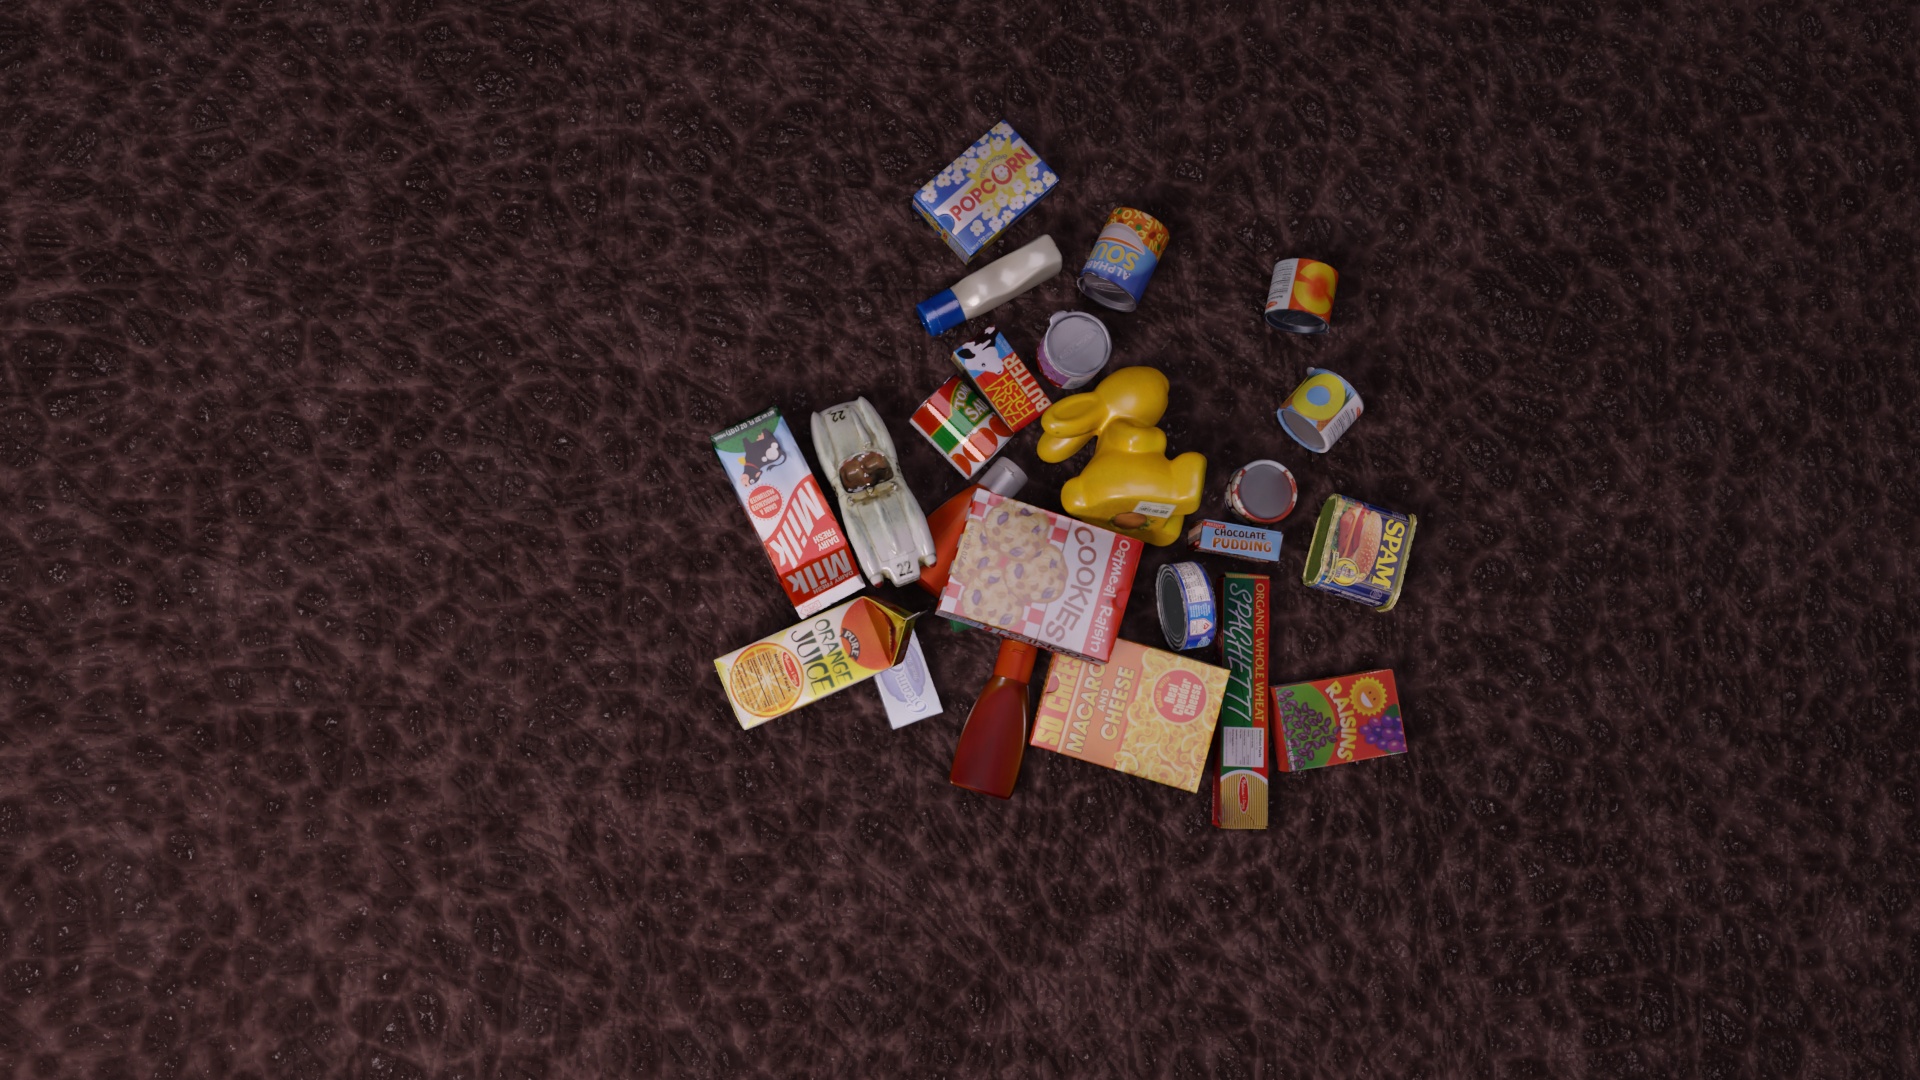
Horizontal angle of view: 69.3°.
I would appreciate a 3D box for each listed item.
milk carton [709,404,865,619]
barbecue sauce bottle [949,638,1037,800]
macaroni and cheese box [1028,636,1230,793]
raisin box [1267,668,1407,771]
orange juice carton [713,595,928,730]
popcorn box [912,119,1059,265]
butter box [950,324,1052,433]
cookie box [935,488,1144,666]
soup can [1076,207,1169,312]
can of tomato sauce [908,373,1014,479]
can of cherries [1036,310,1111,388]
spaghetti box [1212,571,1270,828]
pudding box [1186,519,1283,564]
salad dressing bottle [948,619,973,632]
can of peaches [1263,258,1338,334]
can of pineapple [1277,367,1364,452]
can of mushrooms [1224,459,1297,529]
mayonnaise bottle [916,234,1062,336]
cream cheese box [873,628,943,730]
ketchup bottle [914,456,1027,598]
[{"bbox_3d":[-0.164,-0.025,1.321,0.072,0.073,0.190,-28,87,-10],"label":"milk carton"},{"bbox_3d":[0.038,0.170,1.335,0.065,0.043,0.148,16,80,3],"label":"barbecue sauce bottle"},{"bbox_3d":[0.162,0.160,1.340,0.166,0.040,0.123,16,86,2],"label":"macaroni and cheese box"},{"bbox_3d":[0.372,0.178,1.378,0.123,0.040,0.086,-8,83,-7],"label":"raisin box"},{"bbox_3d":[-0.121,0.104,1.291,0.193,0.072,0.073,-24,86,3],"label":"orange juice carton"},{"bbox_3d":[0.025,-0.352,1.405,0.127,0.038,0.085,-43,90,-10],"label":"popcorn box"},{"bbox_3d":[0.042,-0.159,1.389,0.053,0.024,0.103,-36,88,-9],"label":"butter box"},{"bbox_3d":[0.075,0.035,1.310,0.167,0.040,0.123,18,78,-3],"label":"cookie box"},{"bbox_3d":[0.163,-0.284,1.396,0.071,0.071,0.084,27,80,-3],"label":"soup can"},{"bbox_3d":[0.002,-0.112,1.355,0.083,0.071,0.071,45,80,0],"label":"can of tomato sauce"},{"bbox_3d":[0.111,-0.191,1.384,0.071,0.058,0.071,1,83,-6],"label":"can of cherries"},{"bbox_3d":[0.278,0.157,1.374,0.050,0.028,0.250,3,82,-7],"label":"spaghetti box"},{"bbox_3d":[0.273,0.001,1.383,0.084,0.049,0.030,10,83,-6],"label":"pudding box"},{"bbox_3d":[0.058,0.051,1.353,0.148,0.044,0.064,-17,96,-9],"label":"salad dressing bottle"},{"bbox_3d":[0.350,-0.248,1.418,0.071,0.071,0.058,14,81,-5],"label":"can of peaches"},{"bbox_3d":[0.362,-0.132,1.404,0.071,0.071,0.058,43,80,0],"label":"can of pineapple"},{"bbox_3d":[0.304,-0.045,1.401,0.071,0.033,0.071,1,82,-8],"label":"can of mushrooms"},{"bbox_3d":[0.028,-0.252,1.382,0.148,0.064,0.041,-28,88,-6],"label":"mayonnaise bottle"},{"bbox_3d":[-0.058,0.126,1.339,0.053,0.024,0.104,-20,85,-8],"label":"cream cheese box"},{"bbox_3d":[0.005,-0.017,1.355,0.065,0.043,0.149,40,79,9],"label":"ketchup bottle"}]
